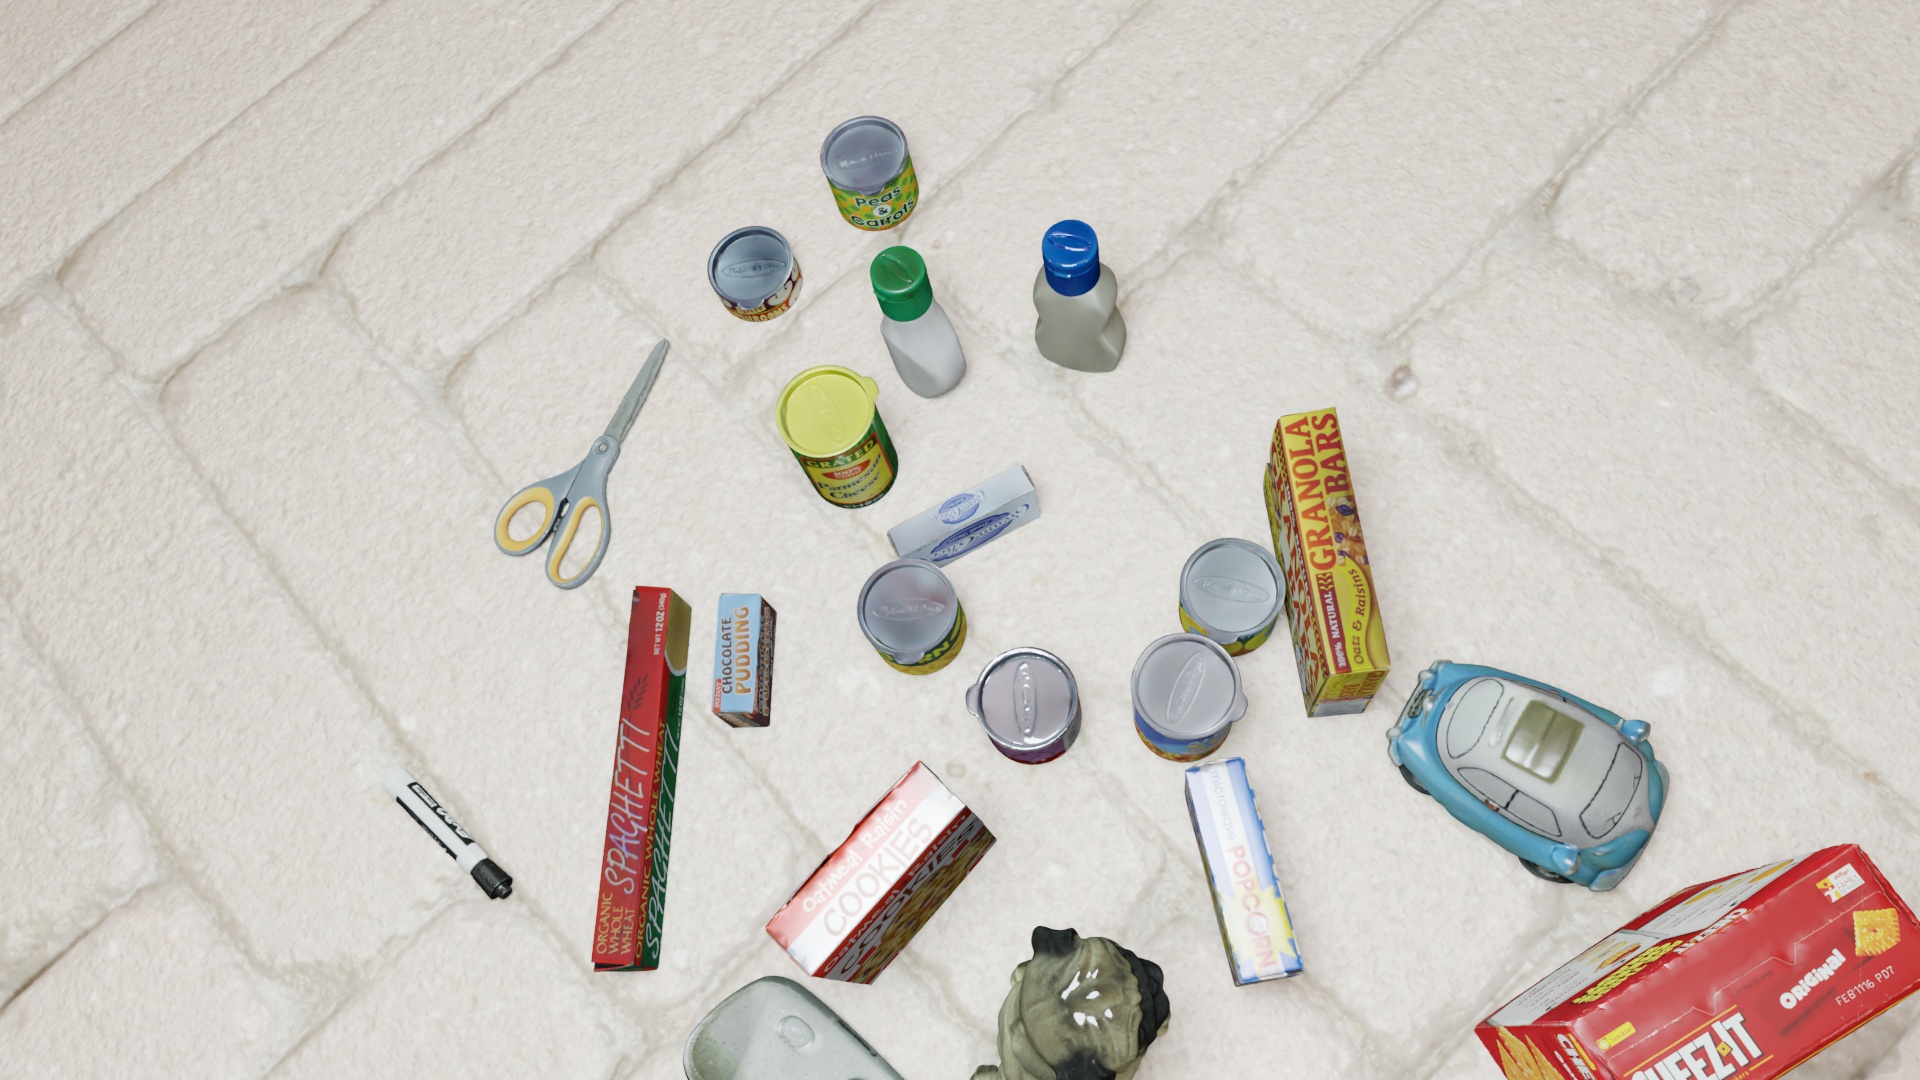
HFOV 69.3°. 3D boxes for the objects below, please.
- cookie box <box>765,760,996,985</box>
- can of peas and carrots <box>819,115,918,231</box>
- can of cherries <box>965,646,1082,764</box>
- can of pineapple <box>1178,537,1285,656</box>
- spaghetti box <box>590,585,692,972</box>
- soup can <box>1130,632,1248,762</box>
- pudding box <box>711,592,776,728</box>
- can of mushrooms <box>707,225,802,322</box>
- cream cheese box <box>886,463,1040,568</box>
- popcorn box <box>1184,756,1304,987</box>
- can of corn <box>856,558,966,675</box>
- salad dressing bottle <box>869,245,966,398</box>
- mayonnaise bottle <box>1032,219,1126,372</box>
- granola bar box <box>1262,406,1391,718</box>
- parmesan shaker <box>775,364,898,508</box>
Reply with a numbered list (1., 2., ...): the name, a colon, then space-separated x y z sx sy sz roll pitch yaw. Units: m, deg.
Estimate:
1. cookie box: -0.041 0.200 0.818 0.040 0.167 0.123 40 80 18
2. can of peas and carrots: -0.067 -0.274 1.050 0.071 0.058 0.071 -2 70 7
3. can of cherries: 0.042 0.107 0.898 0.071 0.058 0.071 -2 70 7
4. can of pineapple: 0.174 0.039 0.905 0.071 0.057 0.071 -2 70 7
5. spaghetti box: -0.209 0.156 0.919 0.029 0.050 0.251 -1 70 8
6. soup can: 0.143 0.102 0.873 0.071 0.083 0.071 -2 70 7
7. pudding box: -0.146 0.081 0.938 0.030 0.049 0.084 -2 70 7
8. can of mushrooms: -0.155 -0.198 1.048 0.071 0.033 0.071 -2 70 7
9. cream cheese box: 0.003 -0.012 0.949 0.104 0.053 0.024 -27 70 -2
10. popcorn box: 0.167 0.200 0.833 0.038 0.085 0.127 -14 69 3
11. can of corn: -0.031 0.055 0.927 0.071 0.058 0.071 -2 70 7
12. salad dressing bottle: -0.031 -0.148 0.952 0.044 0.147 0.064 -45 71 -8
13. mayonnaise bottle: 0.079 -0.164 0.942 0.065 0.147 0.041 14 74 12
14. granola bar box: 0.225 0.018 0.870 0.039 0.124 0.166 -8 70 5
15. parmesan shaker: -0.080 -0.070 0.954 0.071 0.102 0.071 -2 71 7
